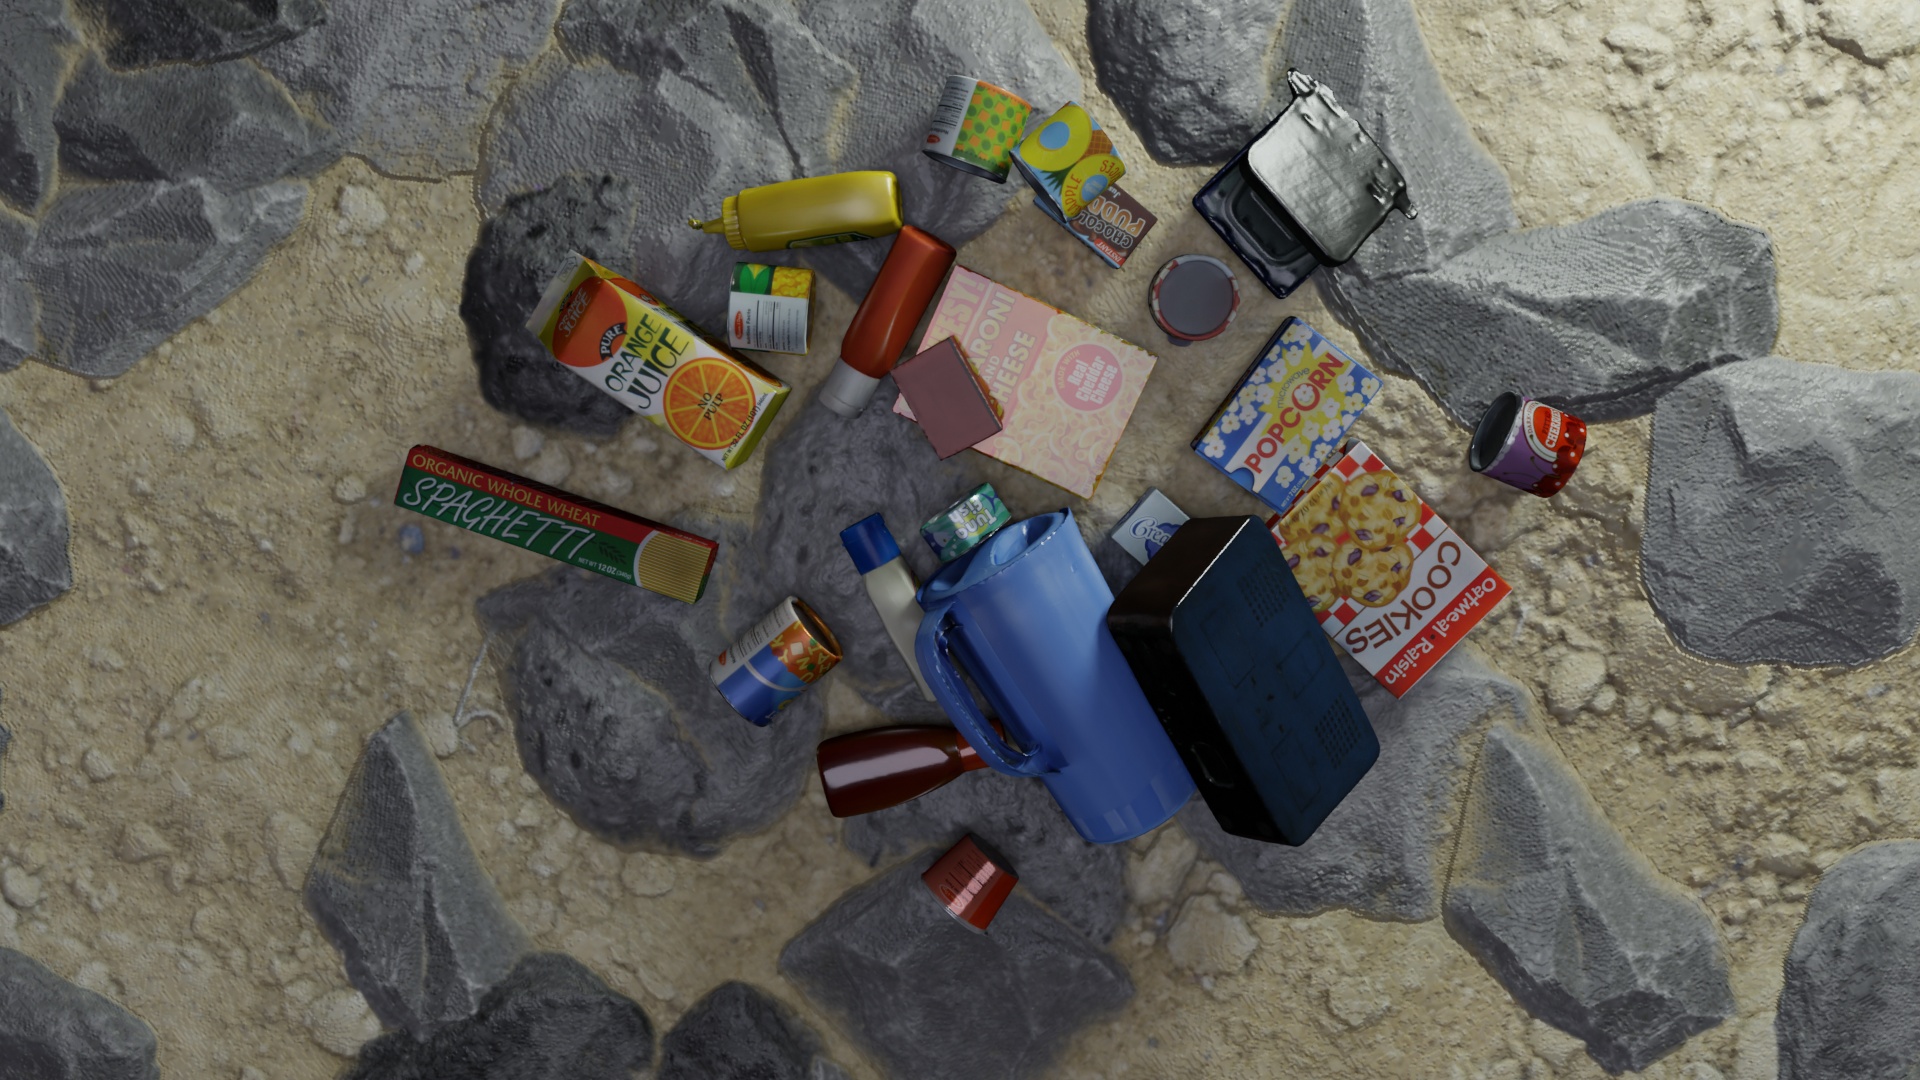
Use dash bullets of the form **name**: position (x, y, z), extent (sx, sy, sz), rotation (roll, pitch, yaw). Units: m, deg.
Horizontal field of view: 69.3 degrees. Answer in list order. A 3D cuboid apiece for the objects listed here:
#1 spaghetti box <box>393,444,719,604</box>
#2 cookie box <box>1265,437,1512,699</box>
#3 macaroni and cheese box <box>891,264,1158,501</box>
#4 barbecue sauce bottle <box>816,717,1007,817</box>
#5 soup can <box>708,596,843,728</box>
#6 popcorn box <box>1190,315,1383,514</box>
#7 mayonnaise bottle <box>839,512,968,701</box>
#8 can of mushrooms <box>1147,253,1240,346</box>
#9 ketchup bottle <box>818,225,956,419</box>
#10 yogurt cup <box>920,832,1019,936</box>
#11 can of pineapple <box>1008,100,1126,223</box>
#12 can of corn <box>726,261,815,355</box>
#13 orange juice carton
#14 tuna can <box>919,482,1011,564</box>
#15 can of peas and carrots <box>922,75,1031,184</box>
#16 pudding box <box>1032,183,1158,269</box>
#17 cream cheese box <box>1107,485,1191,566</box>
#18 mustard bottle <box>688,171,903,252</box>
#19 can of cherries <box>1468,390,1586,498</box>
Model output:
- **spaghetti box**: position (-0.317, -0.013, 1.090), extent (0.250, 0.029, 0.050), rotation (19, 98, -2)
- **cookie box**: position (0.321, 0.022, 1.077), extent (0.167, 0.040, 0.123), rotation (43, 98, -4)
- **macaroni and cheese box**: position (0.048, -0.120, 1.060), extent (0.166, 0.040, 0.123), rotation (24, 99, -3)
- **barbecue sauce bottle**: position (-0.036, 0.175, 1.107), extent (0.148, 0.044, 0.064), rotation (-13, 99, 3)
- **soup can**: position (-0.142, 0.096, 1.086), extent (0.083, 0.071, 0.071), rotation (-40, 96, 7)
- **popcorn box**: position (0.248, -0.096, 1.060), extent (0.085, 0.038, 0.126), rotation (36, 98, -5)
- **mayonnaise bottle**: position (-0.044, 0.051, 1.079), extent (0.041, 0.065, 0.148), rotation (-28, 94, 7)
- **can of mushrooms**: position (0.176, -0.181, 1.051), extent (0.071, 0.033, 0.071), rotation (0, 99, 0)
- **ketchup bottle**: position (-0.057, -0.162, 1.046), extent (0.043, 0.065, 0.148), rotation (33, 107, 9)
- **yogurt cup**: position (0.010, 0.272, 1.112), extent (0.072, 0.072, 0.054), rotation (41, 90, -5)
- **can of pineapple**: position (0.078, -0.268, 0.990), extent (0.058, 0.071, 0.071), rotation (-39, 96, 7)
- **can of corn**: position (-0.141, -0.175, 1.043), extent (0.058, 0.071, 0.071), rotation (5, 99, -2)
- **orange juice carton**: position (-0.230, -0.137, 1.046), extent (0.193, 0.073, 0.071), rotation (33, 99, -3)
- **tuna can**: position (0.004, -0.013, 1.062), extent (0.071, 0.071, 0.033), rotation (-35, 96, 6)
- **can of peas and carrots**: position (0.014, -0.301, 1.020), extent (0.071, 0.071, 0.058), rotation (19, 99, -2)
- **pudding box**: position (0.101, -0.248, 1.043), extent (0.083, 0.030, 0.049), rotation (39, 98, -4)
- **cream cheese box**: position (0.171, 0.010, 1.086), extent (0.104, 0.024, 0.053), rotation (41, 96, -5)
- **mustard bottle**: position (-0.124, -0.242, 1.035), extent (0.160, 0.065, 0.048), rotation (-6, 94, 8)
- **can of cherries**: position (0.427, -0.073, 1.043), extent (0.058, 0.071, 0.071), rotation (22, 99, -2)
